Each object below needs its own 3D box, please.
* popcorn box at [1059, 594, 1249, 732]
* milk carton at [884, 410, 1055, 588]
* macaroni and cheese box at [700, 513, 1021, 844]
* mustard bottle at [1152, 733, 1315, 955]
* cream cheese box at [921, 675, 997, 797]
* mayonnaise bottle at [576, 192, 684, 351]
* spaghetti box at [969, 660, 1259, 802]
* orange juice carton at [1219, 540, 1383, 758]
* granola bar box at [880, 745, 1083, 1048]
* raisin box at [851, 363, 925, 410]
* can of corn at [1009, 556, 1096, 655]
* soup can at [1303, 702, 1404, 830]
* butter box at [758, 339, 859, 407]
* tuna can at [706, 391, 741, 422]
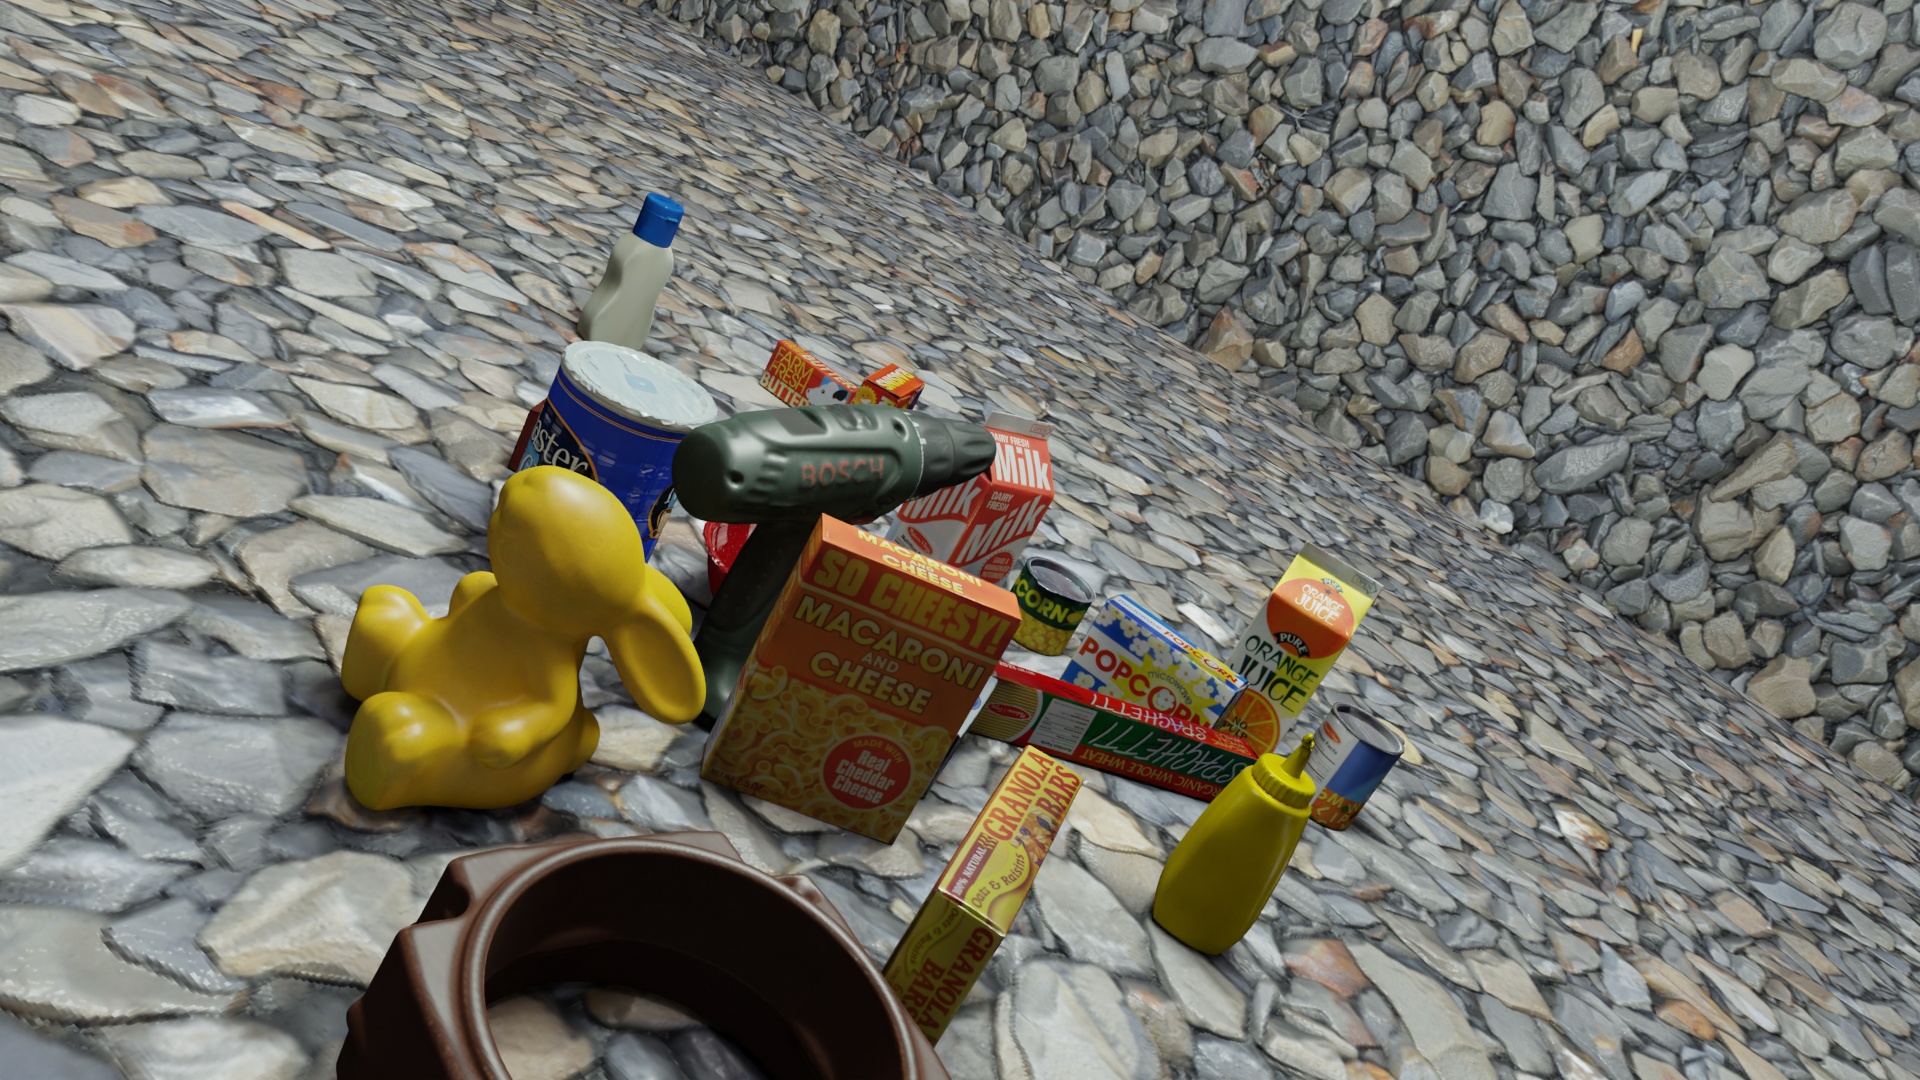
[{"bbox_3d":[0.152,0.113,1.107,0.127,0.085,0.038,36,21,19],"label":"popcorn box"},{"bbox_3d":[0.004,-0.013,1.062,0.072,0.189,0.073,8,28,-45],"label":"milk carton"},{"bbox_3d":[-0.058,0.081,0.791,0.124,0.165,0.040,23,21,-15],"label":"macaroni and cheese box"},{"bbox_3d":[0.181,0.184,0.868,0.065,0.159,0.049,32,20,8],"label":"mustard bottle"},{"bbox_3d":[-0.008,0.124,0.916,0.024,0.053,0.104,31,20,6],"label":"cream cheese box"},{"bbox_3d":[-0.299,-0.246,1.282,0.065,0.147,0.041,4,31,-49],"label":"mayonnaise bottle"},{"bbox_3d":[0.110,0.144,1.029,0.250,0.050,0.029,20,22,-23],"label":"spaghetti box"},{"bbox_3d":[0.262,0.096,1.135,0.072,0.192,0.073,34,20,13],"label":"orange juice carton"},{"bbox_3d":[-0.001,0.186,0.679,0.039,0.123,0.166,31,20,7],"label":"granola bar box"},{"bbox_3d":[-0.083,-0.090,1.227,0.040,0.123,0.086,31,20,5],"label":"raisin box"},{"bbox_3d":[0.071,0.056,1.174,0.071,0.058,0.071,25,20,-10],"label":"can of corn"},{"bbox_3d":[0.317,0.187,1.146,0.071,0.083,0.071,25,20,-10],"label":"soup can"},{"bbox_3d":[-0.151,-0.154,1.392,0.103,0.053,0.024,36,21,20],"label":"butter box"},{"bbox_3d":[-0.224,-0.103,1.206,0.071,0.032,0.071,25,20,-10],"label":"tuna can"}]
